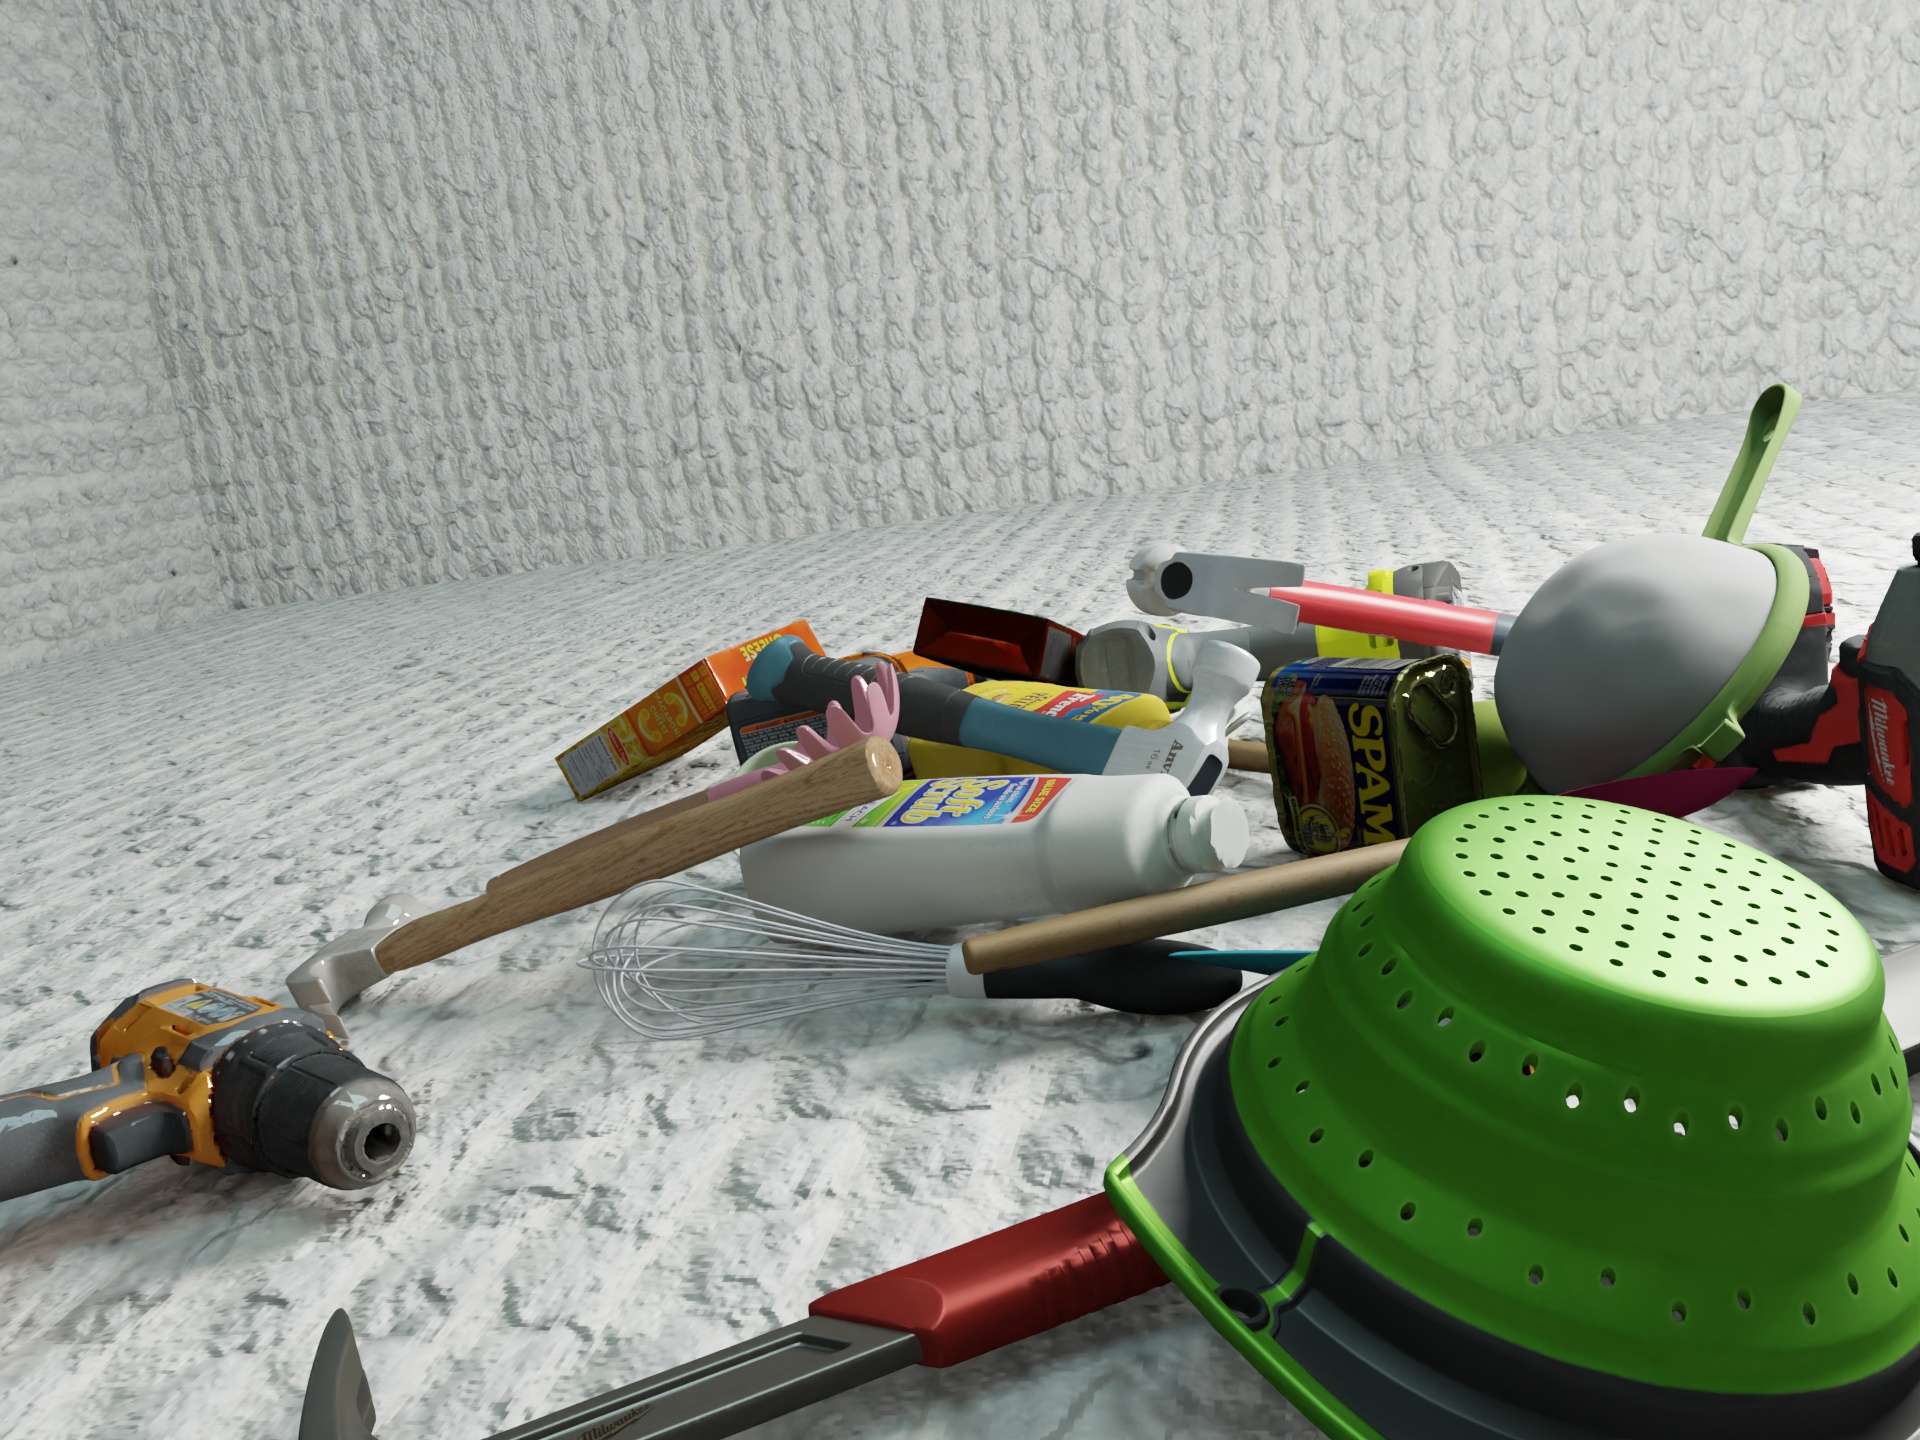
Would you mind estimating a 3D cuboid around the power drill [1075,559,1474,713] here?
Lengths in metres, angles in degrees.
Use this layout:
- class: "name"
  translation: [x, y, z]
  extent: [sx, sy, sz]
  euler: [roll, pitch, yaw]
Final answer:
- class: "power drill"
  translation: [0.201, -0.043, 1.003]
  extent: [0.223, 0.080, 0.171]
  euler: [-7, -2, 21]

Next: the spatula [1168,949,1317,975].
- class: "spatula"
  translation: [0.221, 0.066, 0.664]
  extent: [0.317, 0.044, 0.082]
  euler: [-18, 4, -39]

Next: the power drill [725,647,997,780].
- class: "power drill"
  translation: [-0.068, -0.005, 1.081]
  extent: [0.164, 0.084, 0.226]
  euler: [-14, 5, 22]

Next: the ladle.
- class: "ladle"
  translation: [0.191, 0.012, 0.901]
  extent: [0.078, 0.062, 0.320]
  euler: [15, -3, -29]

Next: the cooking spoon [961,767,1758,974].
- class: "cooking spoon"
  translation: [0.157, 0.059, 0.623]
  extent: [0.319, 0.017, 0.068]
  euler: [-12, -19, -3]

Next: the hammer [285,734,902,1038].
- class: "hammer"
  translation: [-0.179, 0.076, 0.752]
  extent: [0.331, 0.031, 0.130]
  euler: [-21, 13, 18]

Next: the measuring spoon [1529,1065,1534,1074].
- class: "measuring spoon"
  translation: [0.217, 0.111, 0.539]
  extent: [0.117, 0.011, 0.021]
  euler: [-13, 13, -19]

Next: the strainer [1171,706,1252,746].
- class: "strainer"
  translation: [0.077, 0.024, 0.961]
  extent: [0.258, 0.050, 0.087]
  euler: [-3, 25, 47]

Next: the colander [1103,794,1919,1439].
- class: "colander"
  translation: [0.228, 0.070, 0.442]
  extent: [0.397, 0.094, 0.205]
  euler: [-9, 28, -31]

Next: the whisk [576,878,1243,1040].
- class: "whisk"
  translation: [-0.027, 0.103, 0.659]
  extent: [0.284, 0.070, 0.070]
  euler: [-1, 14, 15]

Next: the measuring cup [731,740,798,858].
- class: "measuring cup"
  translation: [-0.046, 0.063, 0.859]
  extent: [0.167, 0.083, 0.038]
  euler: [13, -19, 14]

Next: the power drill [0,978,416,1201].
- class: "power drill"
  translation: [-0.323, 0.159, 0.560]
  extent: [0.185, 0.084, 0.226]
  euler: [4, 14, 41]

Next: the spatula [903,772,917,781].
- class: "spatula"
  translation: [0.028, 0.055, 0.902]
  extent: [0.059, 0.018, 0.316]
  euler: [-16, 13, -26]

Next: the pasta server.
- class: "pasta server"
  translation: [-0.151, 0.043, 0.840]
  extent: [0.316, 0.040, 0.060]
  euler: [-22, 15, 33]

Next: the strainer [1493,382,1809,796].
- class: "strainer"
  translation: [0.312, -0.074, 0.715]
  extent: [0.256, 0.069, 0.151]
  euler: [-56, 6, -23]

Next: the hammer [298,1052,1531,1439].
- class: "hammer"
  translation: [0.007, 0.154, 0.443]
  extent: [0.359, 0.036, 0.149]
  euler: [-14, 14, -20]

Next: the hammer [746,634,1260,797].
- class: "hammer"
  translation: [-0.001, -0.003, 0.848]
  extent: [0.331, 0.128, 0.033]
  euler: [14, -15, 44]

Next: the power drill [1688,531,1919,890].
- class: "power drill"
  translation: [0.391, -0.019, 0.707]
  extent: [0.078, 0.143, 0.220]
  euler: [-9, 10, 1]

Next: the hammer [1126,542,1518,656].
- class: "hammer"
  translation: [0.288, -0.045, 0.840]
  extent: [0.386, 0.038, 0.143]
  euler: [7, 6, -22]
